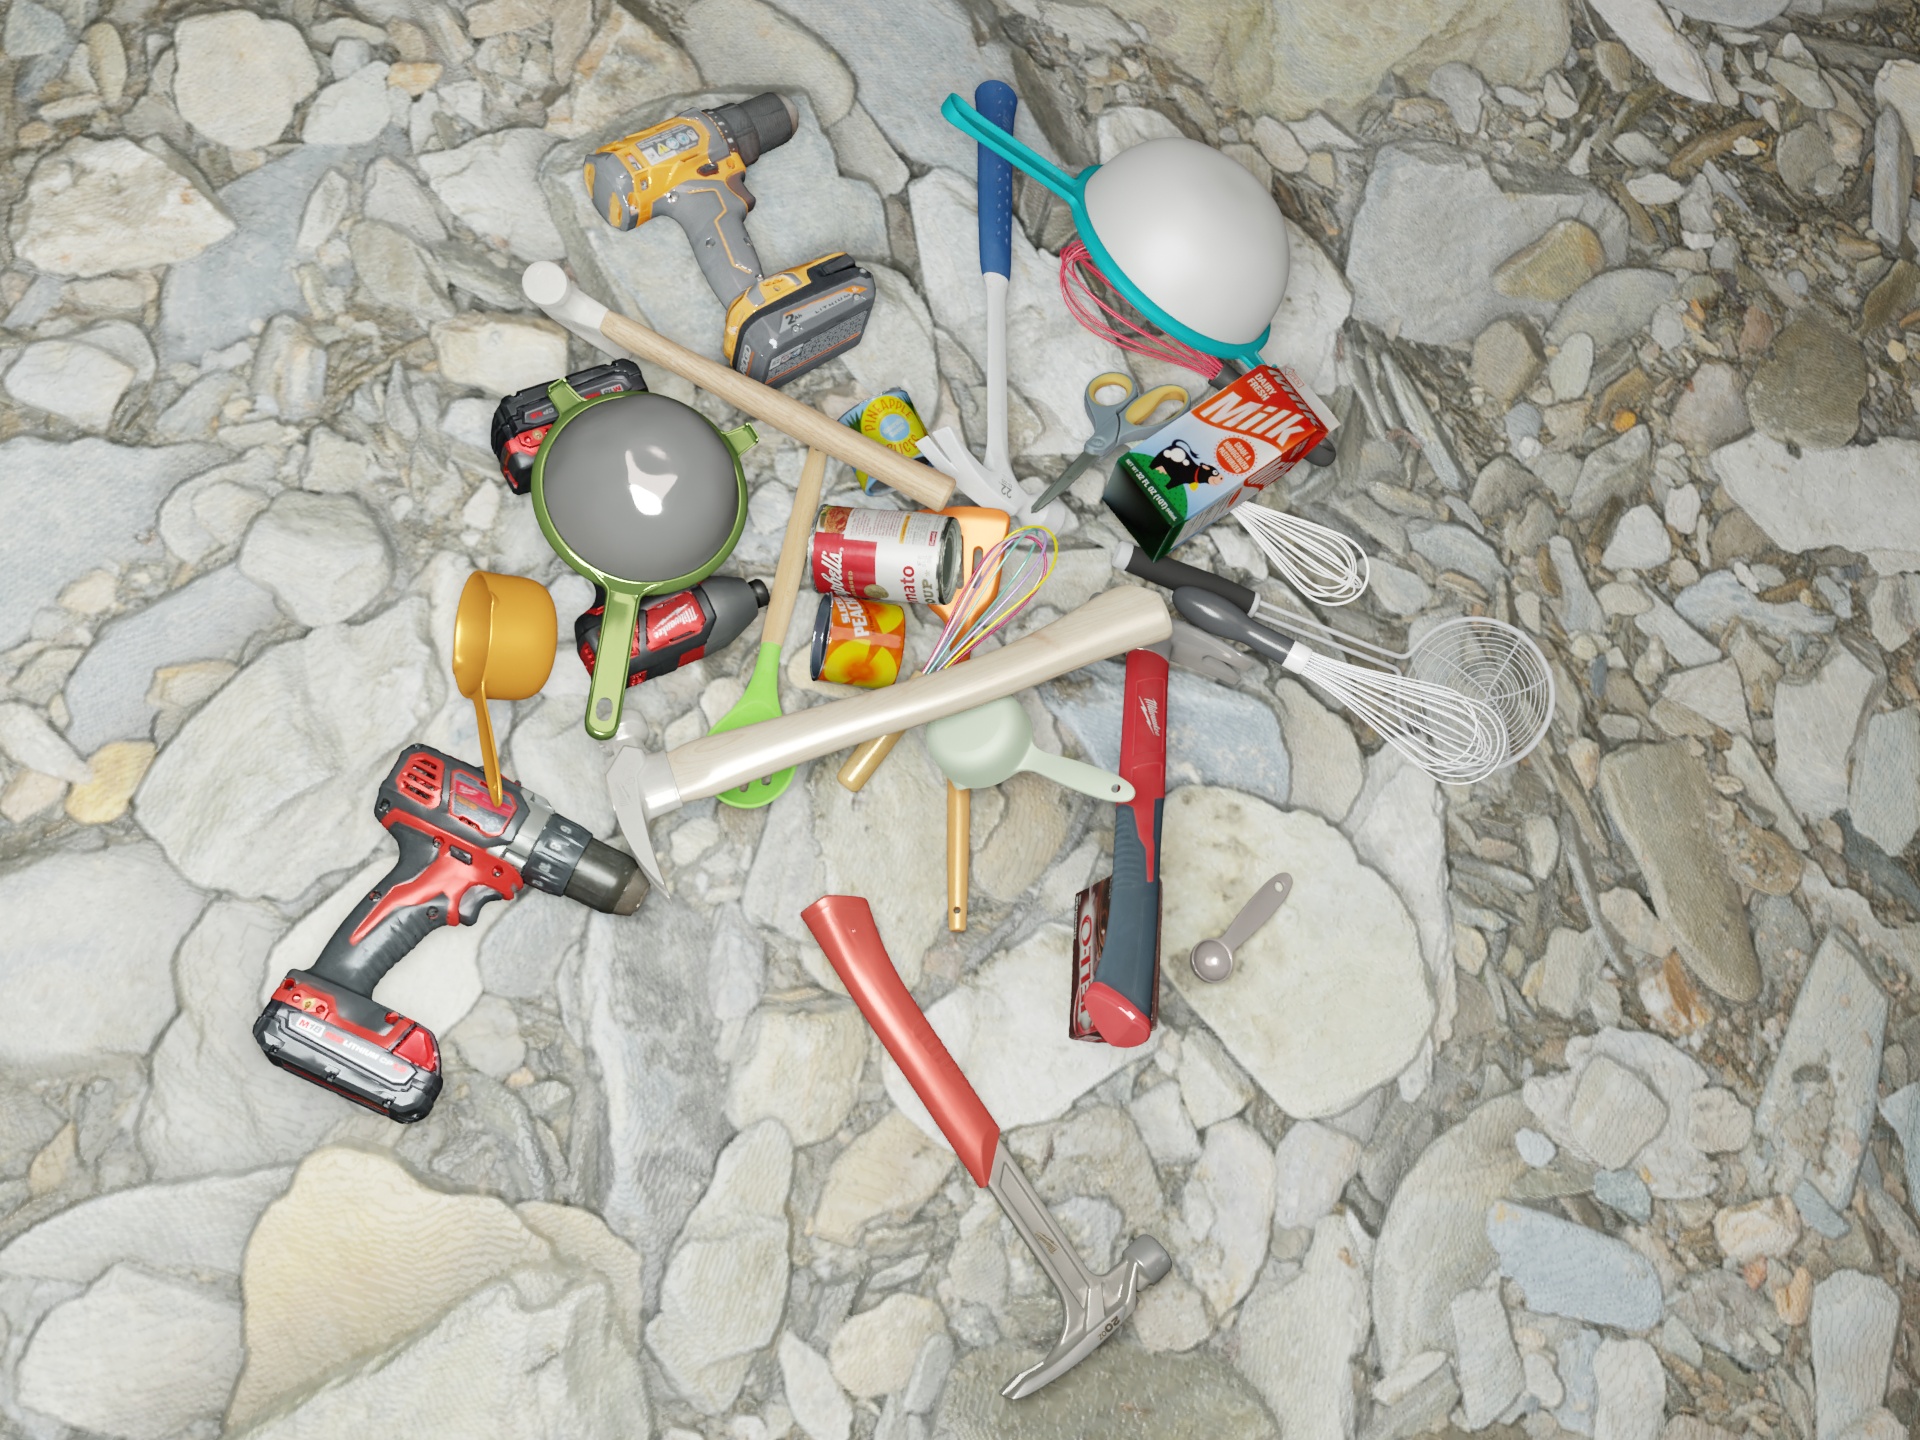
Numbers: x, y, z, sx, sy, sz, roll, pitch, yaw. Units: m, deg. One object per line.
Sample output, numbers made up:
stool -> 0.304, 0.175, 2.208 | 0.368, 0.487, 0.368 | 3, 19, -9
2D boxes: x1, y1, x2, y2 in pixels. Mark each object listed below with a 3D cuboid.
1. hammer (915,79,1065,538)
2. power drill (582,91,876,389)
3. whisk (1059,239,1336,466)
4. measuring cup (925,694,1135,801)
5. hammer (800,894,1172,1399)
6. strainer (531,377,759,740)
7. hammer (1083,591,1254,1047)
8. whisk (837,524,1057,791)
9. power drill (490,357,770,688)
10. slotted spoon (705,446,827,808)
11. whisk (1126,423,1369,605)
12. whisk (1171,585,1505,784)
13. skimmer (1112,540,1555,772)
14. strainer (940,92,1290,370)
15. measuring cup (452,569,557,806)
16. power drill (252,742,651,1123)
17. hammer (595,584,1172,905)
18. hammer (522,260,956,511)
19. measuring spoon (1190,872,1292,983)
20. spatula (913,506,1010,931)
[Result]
hammer -> 0.026, -0.353, 1.296 | 0.144, 0.035, 0.406 | 22, 59, -44
power drill -> -0.159, -0.389, 1.252 | 0.185, 0.084, 0.226 | -34, 81, -25
whisk -> 0.202, -0.306, 1.347 | 0.295, 0.073, 0.073 | 35, 67, -10
measuring cup -> 0.047, 0.021, 1.128 | 0.168, 0.038, 0.083 | 20, 72, 32
hammer -> -0.008, 0.280, 1.110 | 0.149, 0.036, 0.359 | -33, 85, -23
strainer -> -0.220, -0.116, 1.076 | 0.151, 0.069, 0.256 | 11, 73, -17
hammer -> 0.143, 0.066, 1.145 | 0.143, 0.038, 0.387 | 21, 46, -12
whisk -> -0.009, -0.047, 1.176 | 0.047, 0.051, 0.245 | 37, 85, 3
power drill -> -0.238, -0.140, 1.152 | 0.143, 0.078, 0.220 | -24, 84, -22
slotted spoon -> -0.134, -0.078, 1.189 | 0.070, 0.031, 0.314 | 11, 68, -3
whisk -> 0.233, -0.177, 1.321 | 0.246, 0.058, 0.059 | 35, 97, 0
whisk -> 0.293, -0.033, 1.249 | 0.284, 0.070, 0.070 | 28, 67, 6
skimmer -> 0.296, -0.066, 1.280 | 0.363, 0.090, 0.127 | 20, 103, -7
strainer -> 0.147, -0.431, 1.280 | 0.340, 0.095, 0.211 | 25, 45, -25
measuring cup -> -0.301, -0.020, 1.076 | 0.052, 0.095, 0.174 | 3, 60, -34
power drill -> -0.327, 0.145, 1.036 | 0.188, 0.080, 0.227 | 27, 65, -8
hammer -> -0.042, -0.002, 1.110 | 0.410, 0.038, 0.146 | -19, 58, -8
hammer -> -0.156, -0.238, 1.166 | 0.331, 0.130, 0.031 | 27, 92, -3
measuring spoon -> 0.218, 0.159, 1.231 | 0.124, 0.018, 0.034 | -40, 88, -30
spatula -> -0.002, -0.004, 1.197 | 0.081, 0.041, 0.323 | -1, 74, 3
